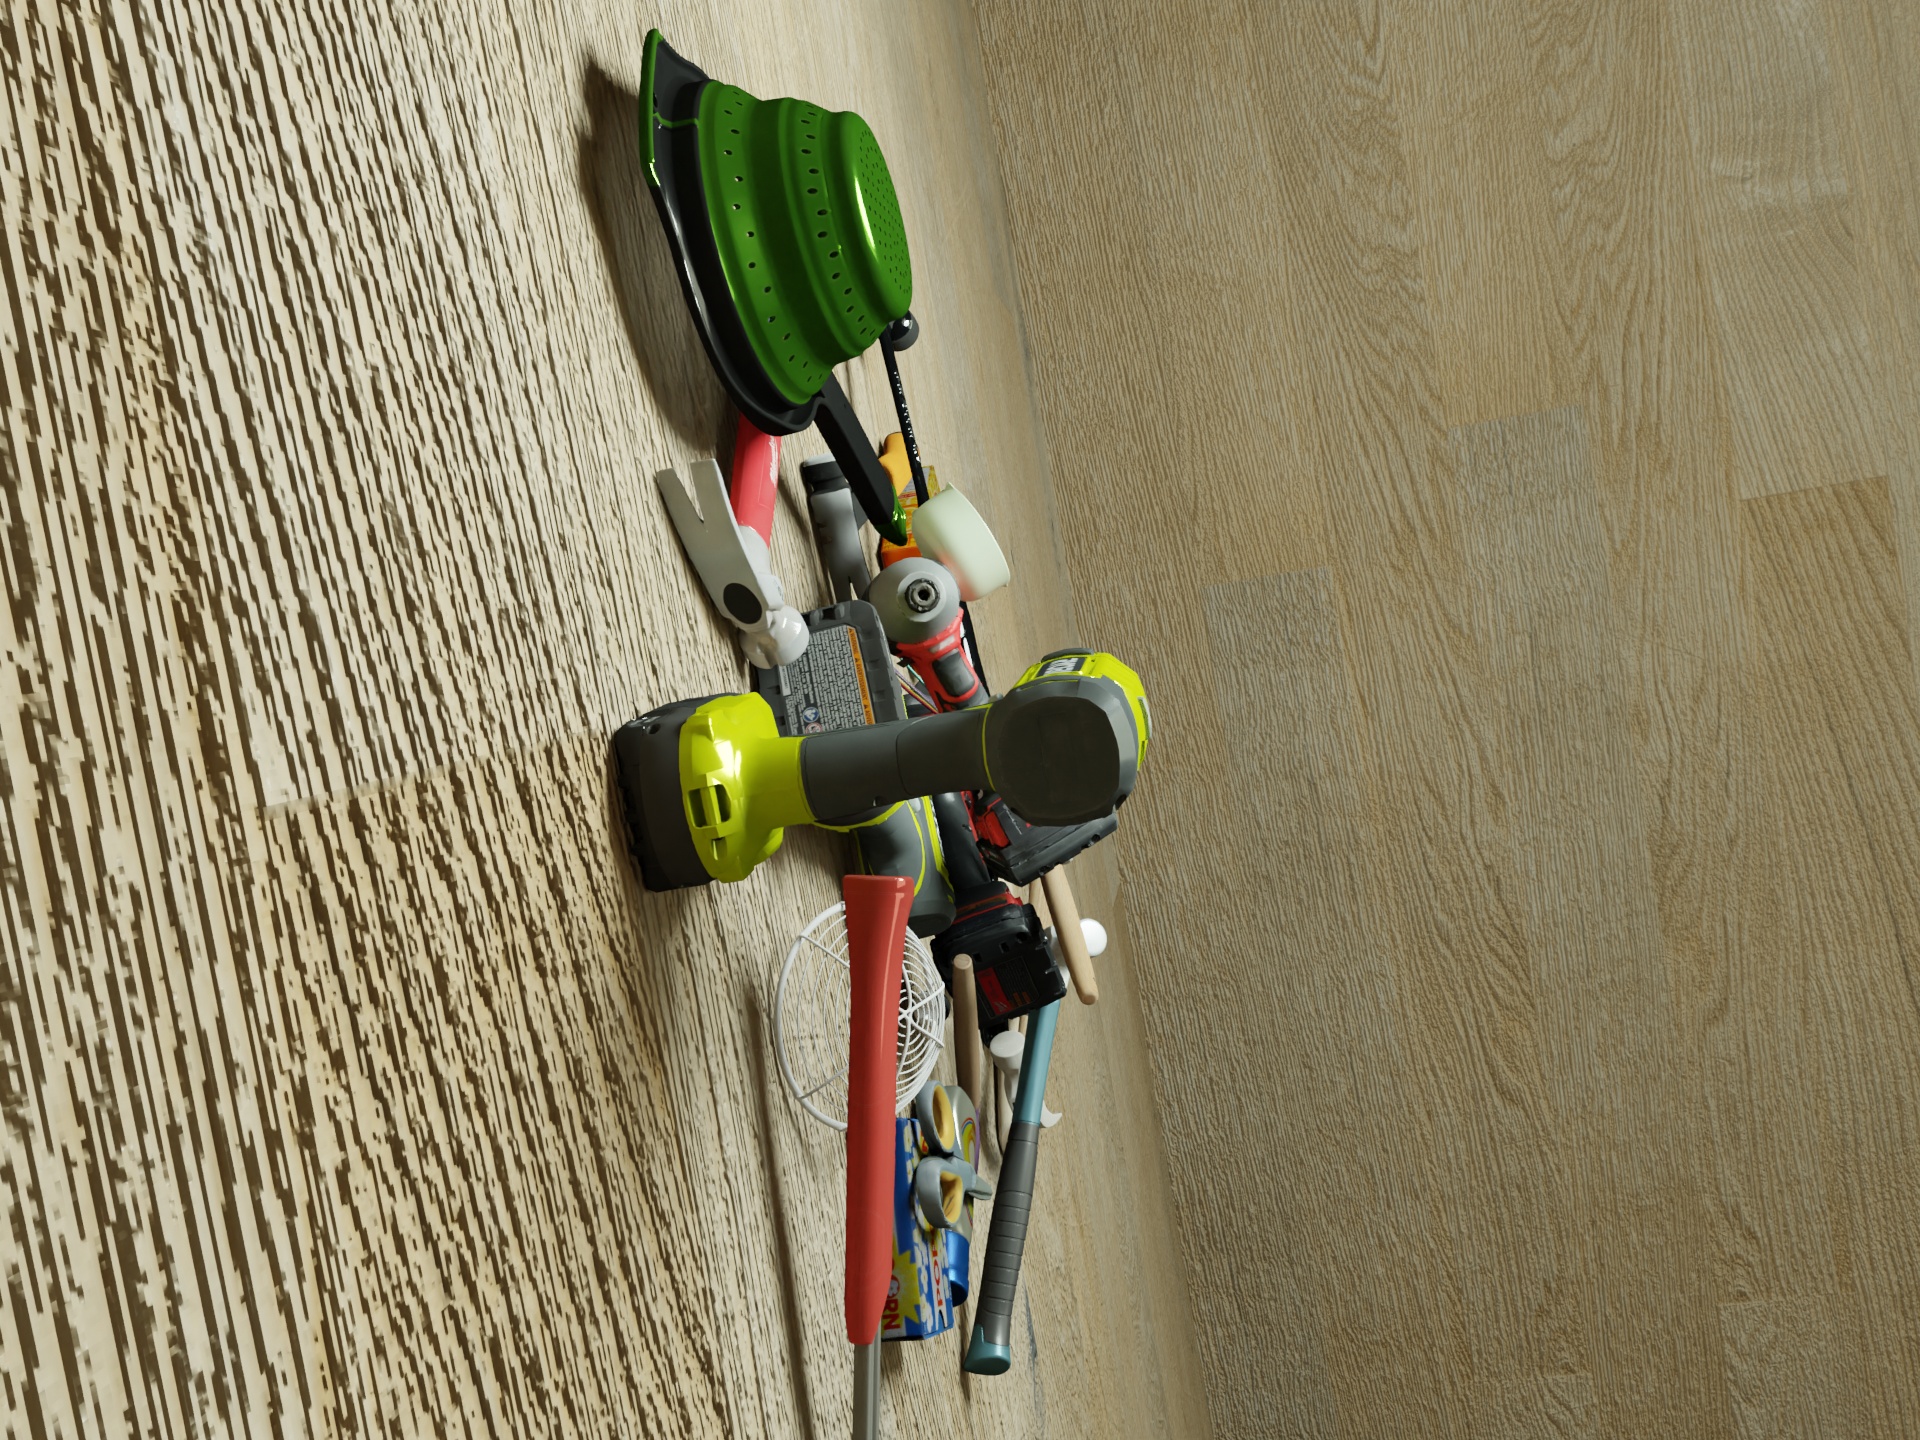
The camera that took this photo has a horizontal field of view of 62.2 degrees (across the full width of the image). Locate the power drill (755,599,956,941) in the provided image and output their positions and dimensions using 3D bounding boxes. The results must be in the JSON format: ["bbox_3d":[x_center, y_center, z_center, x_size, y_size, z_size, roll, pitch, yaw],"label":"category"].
[{"bbox_3d":[-0.060,0.026,0.996,0.223,0.080,0.171,70,7,-64],"label":"power drill"}]

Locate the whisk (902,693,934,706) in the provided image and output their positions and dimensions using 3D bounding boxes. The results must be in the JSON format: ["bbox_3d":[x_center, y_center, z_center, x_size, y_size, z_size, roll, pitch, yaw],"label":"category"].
[{"bbox_3d":[0.033,0.015,1.383,0.284,0.070,0.070,19,59,-51],"label":"whisk"}]

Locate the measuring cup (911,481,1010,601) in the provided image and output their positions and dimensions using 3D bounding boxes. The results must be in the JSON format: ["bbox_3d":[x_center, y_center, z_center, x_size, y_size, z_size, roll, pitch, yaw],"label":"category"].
[{"bbox_3d":[-0.018,-0.125,1.107,0.083,0.038,0.168,60,-10,-21],"label":"measuring cup"}]

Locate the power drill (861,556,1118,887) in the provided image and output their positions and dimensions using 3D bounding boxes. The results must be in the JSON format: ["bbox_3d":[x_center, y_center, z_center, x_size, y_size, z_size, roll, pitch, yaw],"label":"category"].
[{"bbox_3d":[0.009,-0.006,1.035,0.219,0.078,0.143,60,-8,-3],"label":"power drill"}]

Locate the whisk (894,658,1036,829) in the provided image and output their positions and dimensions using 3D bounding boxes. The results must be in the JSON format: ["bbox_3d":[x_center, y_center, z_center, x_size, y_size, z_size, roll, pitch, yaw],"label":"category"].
[{"bbox_3d":[-0.001,-0.005,1.160,0.245,0.047,0.051,51,2,24],"label":"whisk"}]

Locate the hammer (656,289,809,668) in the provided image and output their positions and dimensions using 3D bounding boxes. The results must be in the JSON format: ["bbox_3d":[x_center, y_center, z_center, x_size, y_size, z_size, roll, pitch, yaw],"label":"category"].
[{"bbox_3d":[-0.123,-0.219,0.966,0.143,0.038,0.387,68,16,-47],"label":"hammer"}]

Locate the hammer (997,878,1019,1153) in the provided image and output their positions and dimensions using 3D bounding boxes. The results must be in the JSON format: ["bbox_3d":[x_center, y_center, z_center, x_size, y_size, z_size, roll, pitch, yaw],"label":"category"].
[{"bbox_3d":[0.044,0.216,1.545,0.146,0.038,0.411,67,17,-60],"label":"hammer"}]

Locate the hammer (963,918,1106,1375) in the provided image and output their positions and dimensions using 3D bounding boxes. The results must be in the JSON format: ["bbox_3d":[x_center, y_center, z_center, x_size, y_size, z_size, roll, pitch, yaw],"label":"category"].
[{"bbox_3d":[0.047,0.318,1.198,0.128,0.033,0.331,144,-40,-63],"label":"hammer"}]

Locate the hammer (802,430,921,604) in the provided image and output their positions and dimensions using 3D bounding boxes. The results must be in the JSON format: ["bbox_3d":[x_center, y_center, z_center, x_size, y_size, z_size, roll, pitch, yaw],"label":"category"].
[{"bbox_3d":[-0.066,-0.175,1.271,0.337,0.034,0.127,-72,150,-70],"label":"hammer"}]

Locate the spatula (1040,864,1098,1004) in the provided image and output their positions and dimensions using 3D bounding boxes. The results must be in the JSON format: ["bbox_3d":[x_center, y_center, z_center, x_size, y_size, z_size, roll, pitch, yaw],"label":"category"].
[{"bbox_3d":[0.053,0.104,1.140,0.318,0.044,0.082,-105,172,-61],"label":"spatula"}]

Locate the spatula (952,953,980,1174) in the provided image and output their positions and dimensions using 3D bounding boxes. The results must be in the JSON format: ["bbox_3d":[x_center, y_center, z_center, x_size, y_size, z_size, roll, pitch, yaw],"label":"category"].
[{"bbox_3d":[0.006,0.270,1.166,0.315,0.018,0.060,88,4,-46],"label":"spatula"}]

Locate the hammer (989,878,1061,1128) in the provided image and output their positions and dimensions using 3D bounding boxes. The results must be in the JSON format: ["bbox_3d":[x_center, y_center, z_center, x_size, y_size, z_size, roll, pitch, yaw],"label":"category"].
[{"bbox_3d":[0.069,0.242,1.461,0.332,0.031,0.130,-79,156,-58],"label":"hammer"}]

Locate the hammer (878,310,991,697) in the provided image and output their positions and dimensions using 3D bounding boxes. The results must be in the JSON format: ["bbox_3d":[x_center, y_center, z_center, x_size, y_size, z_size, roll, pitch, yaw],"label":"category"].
[{"bbox_3d":[-0.028,-0.174,1.259,0.149,0.036,0.409,37,38,-70],"label":"hammer"}]

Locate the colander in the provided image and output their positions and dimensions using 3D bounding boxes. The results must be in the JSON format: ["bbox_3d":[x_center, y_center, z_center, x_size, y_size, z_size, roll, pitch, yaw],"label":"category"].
[{"bbox_3d":[-0.062,-0.228,0.936,0.396,0.094,0.205,59,23,-58],"label":"colander"}]

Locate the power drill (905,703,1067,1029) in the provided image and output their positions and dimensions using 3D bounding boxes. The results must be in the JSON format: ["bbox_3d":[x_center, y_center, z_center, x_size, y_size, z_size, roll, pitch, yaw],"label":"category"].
[{"bbox_3d":[0.007,0.118,1.214,0.187,0.080,0.227,68,1,-53],"label":"power drill"}]

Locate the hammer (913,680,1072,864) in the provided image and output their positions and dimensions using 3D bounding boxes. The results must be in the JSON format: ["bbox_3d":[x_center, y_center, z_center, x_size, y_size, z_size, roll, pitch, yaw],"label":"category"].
[{"bbox_3d":[0.035,0.027,1.502,0.334,0.035,0.146,40,43,-60],"label":"hammer"}]

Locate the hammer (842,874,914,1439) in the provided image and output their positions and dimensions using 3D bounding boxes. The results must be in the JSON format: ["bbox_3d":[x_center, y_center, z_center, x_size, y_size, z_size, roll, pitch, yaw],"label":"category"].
[{"bbox_3d":[-0.048,0.258,0.792,0.149,0.037,0.359,19,71,-79],"label":"hammer"}]

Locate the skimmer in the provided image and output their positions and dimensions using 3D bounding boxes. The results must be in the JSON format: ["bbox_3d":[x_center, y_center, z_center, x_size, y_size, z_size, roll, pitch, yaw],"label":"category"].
[{"bbox_3d":[-0.053,0.186,1.019,0.363,0.090,0.127,86,3,-81],"label":"skimmer"}]

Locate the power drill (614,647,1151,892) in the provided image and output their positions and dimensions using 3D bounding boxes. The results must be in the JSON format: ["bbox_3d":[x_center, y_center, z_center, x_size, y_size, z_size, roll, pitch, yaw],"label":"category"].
[{"bbox_3d":[-0.025,0.013,0.738,0.190,0.228,0.080,-48,129,-78],"label":"power drill"}]
